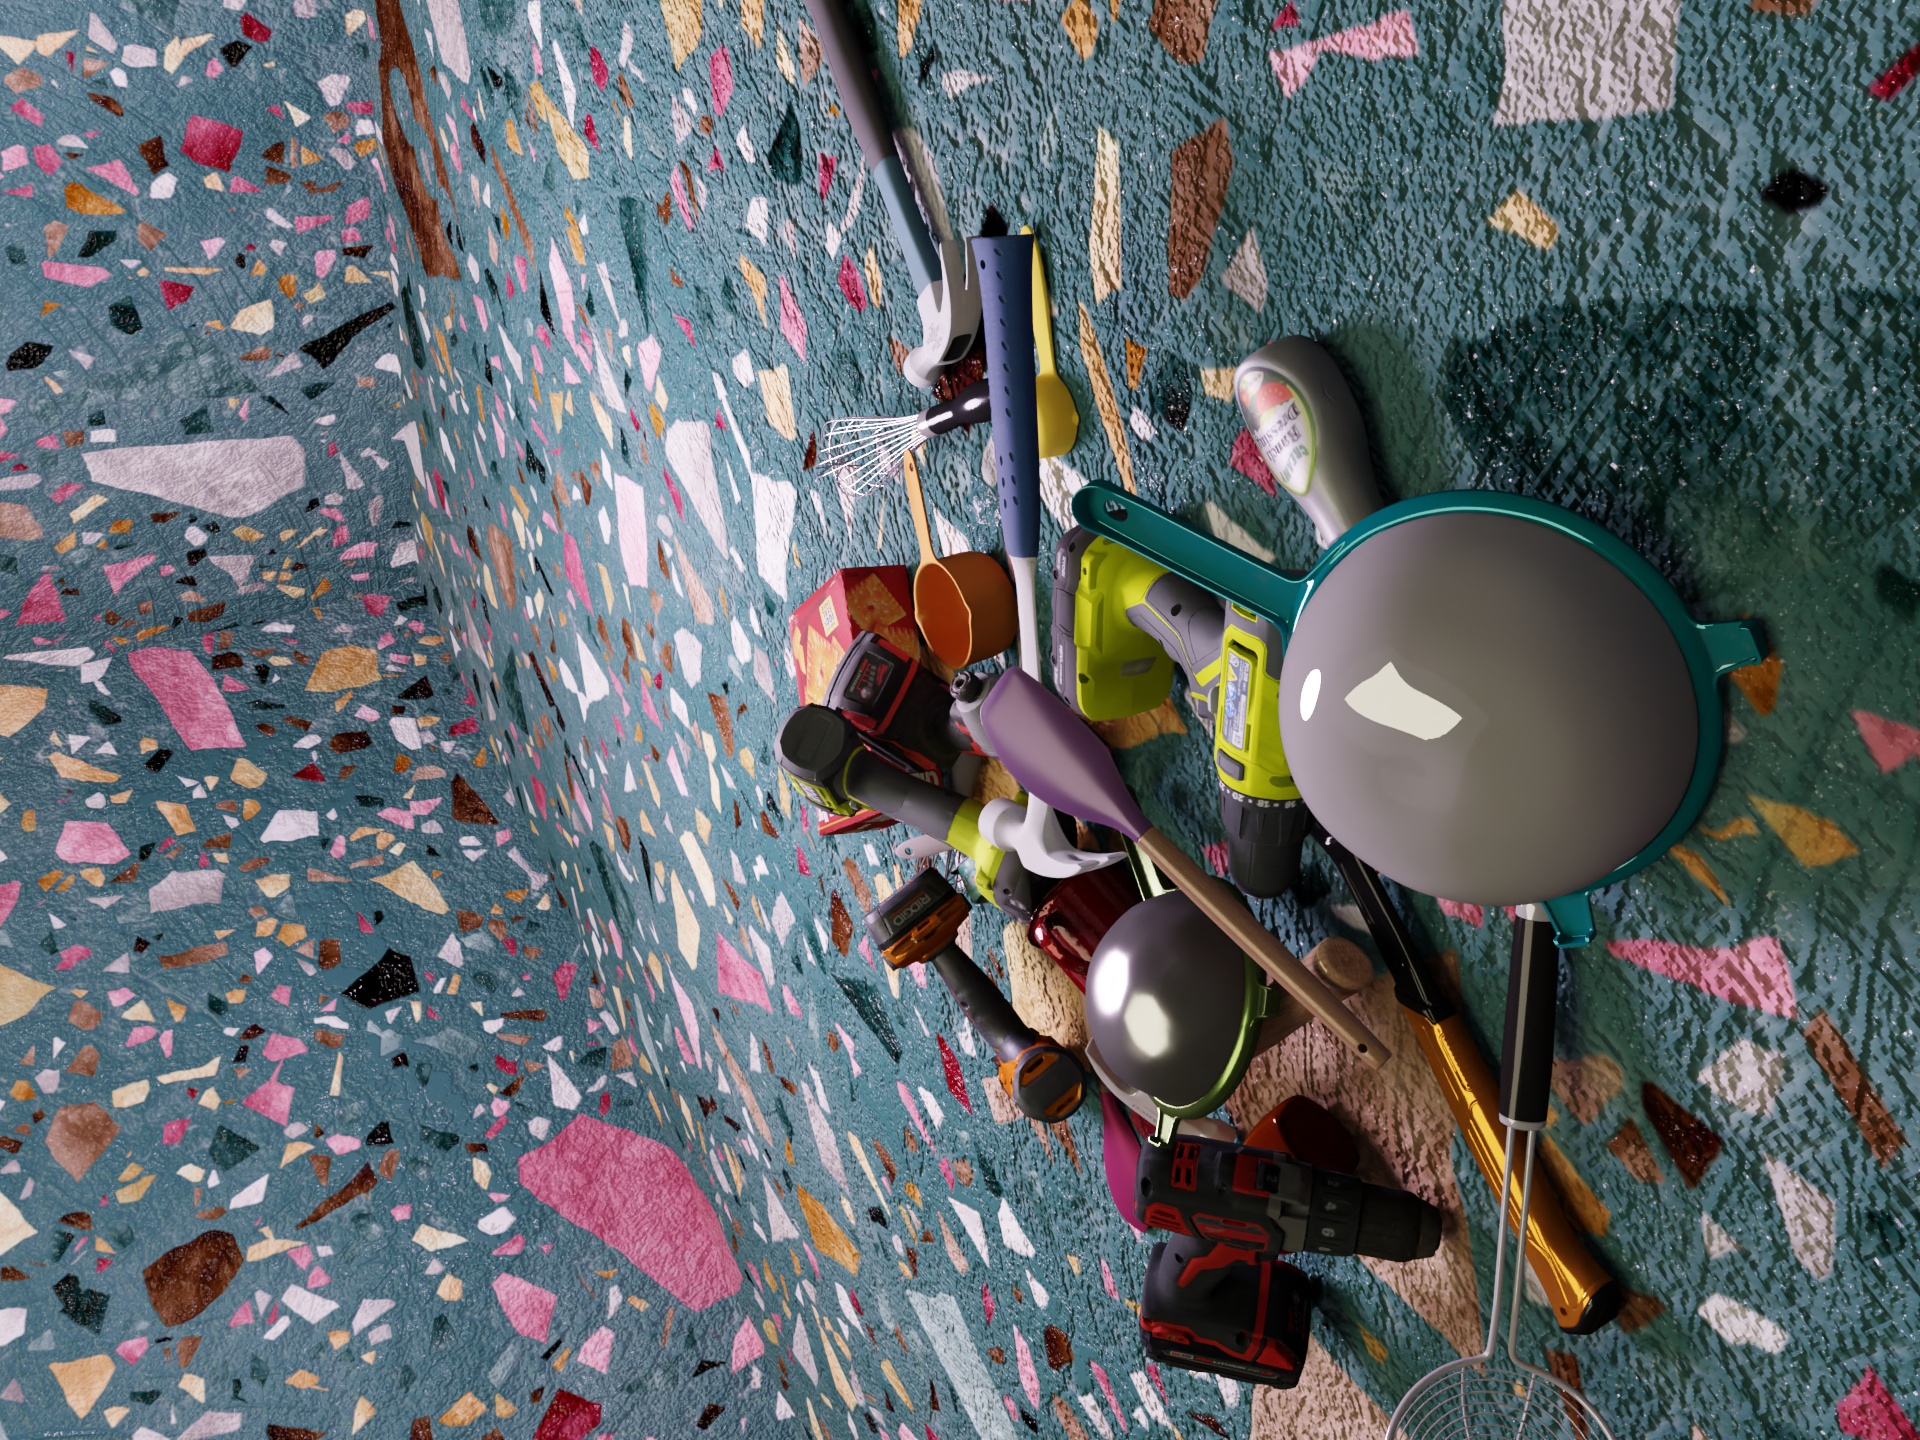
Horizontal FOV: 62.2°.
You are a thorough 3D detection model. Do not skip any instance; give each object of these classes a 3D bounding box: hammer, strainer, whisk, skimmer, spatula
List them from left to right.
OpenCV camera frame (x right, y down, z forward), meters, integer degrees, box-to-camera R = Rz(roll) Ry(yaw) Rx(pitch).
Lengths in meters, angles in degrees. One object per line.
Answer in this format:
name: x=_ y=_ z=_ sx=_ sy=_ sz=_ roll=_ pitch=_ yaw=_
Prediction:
hammer: x=-0.060 y=-0.422 z=1.177 sx=0.128 sy=0.033 sz=0.331 roll=-31 pitch=78 yaw=65
whisk: x=-0.038 y=-0.227 z=1.239 sx=0.285 sy=0.070 sz=0.070 roll=-7 pitch=101 yaw=59
whisk: x=-0.003 y=0.070 z=1.372 sx=0.055 sy=0.055 sz=0.238 roll=49 pitch=143 yaw=39
hammer: x=0.044 y=-0.093 z=0.995 sx=0.144 sy=0.035 sz=0.405 roll=26 pitch=124 yaw=60
strainer: x=0.111 y=0.130 z=1.016 sx=0.257 sy=0.069 sz=0.151 roll=-104 pitch=33 yaw=-46
spatula: x=0.125 y=0.086 z=0.926 sx=0.316 sy=0.018 sz=0.059 roll=43 pitch=117 yaw=21
hammer: x=0.175 y=0.208 z=1.033 sx=0.130 sy=0.031 sz=0.331 roll=33 pitch=149 yaw=3
strainer: x=0.178 y=-0.024 z=0.758 sx=0.340 sy=0.095 sz=0.210 roll=31 pitch=131 yaw=22
hammer: x=0.273 y=0.185 z=0.912 sx=0.337 sy=0.034 sz=0.127 roll=65 pitch=153 yaw=14
skimmer: x=0.289 y=0.274 z=0.816 sx=0.090 sy=0.127 sz=0.363 roll=-37 pitch=-51 yaw=-75

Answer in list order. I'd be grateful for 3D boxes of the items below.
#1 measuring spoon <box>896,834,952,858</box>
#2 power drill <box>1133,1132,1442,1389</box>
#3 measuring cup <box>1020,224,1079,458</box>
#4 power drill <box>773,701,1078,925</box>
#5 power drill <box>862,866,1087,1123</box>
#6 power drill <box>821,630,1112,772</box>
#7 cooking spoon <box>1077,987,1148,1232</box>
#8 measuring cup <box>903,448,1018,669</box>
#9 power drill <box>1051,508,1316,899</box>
measuring spoon: x=-0.007 y=0.104 z=1.357 sx=0.124 sy=0.018 sz=0.034 roll=-17 pitch=111 yaw=32
power drill: x=0.205 y=0.356 z=1.048 sx=0.226 sy=0.188 sz=0.080 roll=87 pitch=-165 yaw=-46
measuring cup: x=0.046 y=-0.253 z=1.078 sx=0.062 sy=0.029 sz=0.156 roll=26 pitch=131 yaw=56
power drill: x=-0.026 y=0.072 z=1.221 sx=0.223 sy=0.080 sz=0.171 roll=25 pitch=167 yaw=13
power drill: x=0.014 y=0.235 z=1.349 sx=0.226 sy=0.084 sz=0.164 roll=51 pitch=172 yaw=2
power drill: x=-0.002 y=-0.004 z=1.194 sx=0.143 sy=0.078 sz=0.220 roll=34 pitch=167 yaw=-36
cooking spoon: x=0.115 y=0.279 z=1.302 sx=0.069 sy=0.017 sz=0.318 roll=18 pitch=123 yaw=60
measuring cup: x=-0.003 y=-0.129 z=1.234 sx=0.095 sy=0.052 sz=0.173 roll=1 pitch=105 yaw=63
power drill: x=0.141 y=-0.018 z=0.955 sx=0.229 sy=0.080 sz=0.190 roll=-137 pitch=41 yaw=-55
